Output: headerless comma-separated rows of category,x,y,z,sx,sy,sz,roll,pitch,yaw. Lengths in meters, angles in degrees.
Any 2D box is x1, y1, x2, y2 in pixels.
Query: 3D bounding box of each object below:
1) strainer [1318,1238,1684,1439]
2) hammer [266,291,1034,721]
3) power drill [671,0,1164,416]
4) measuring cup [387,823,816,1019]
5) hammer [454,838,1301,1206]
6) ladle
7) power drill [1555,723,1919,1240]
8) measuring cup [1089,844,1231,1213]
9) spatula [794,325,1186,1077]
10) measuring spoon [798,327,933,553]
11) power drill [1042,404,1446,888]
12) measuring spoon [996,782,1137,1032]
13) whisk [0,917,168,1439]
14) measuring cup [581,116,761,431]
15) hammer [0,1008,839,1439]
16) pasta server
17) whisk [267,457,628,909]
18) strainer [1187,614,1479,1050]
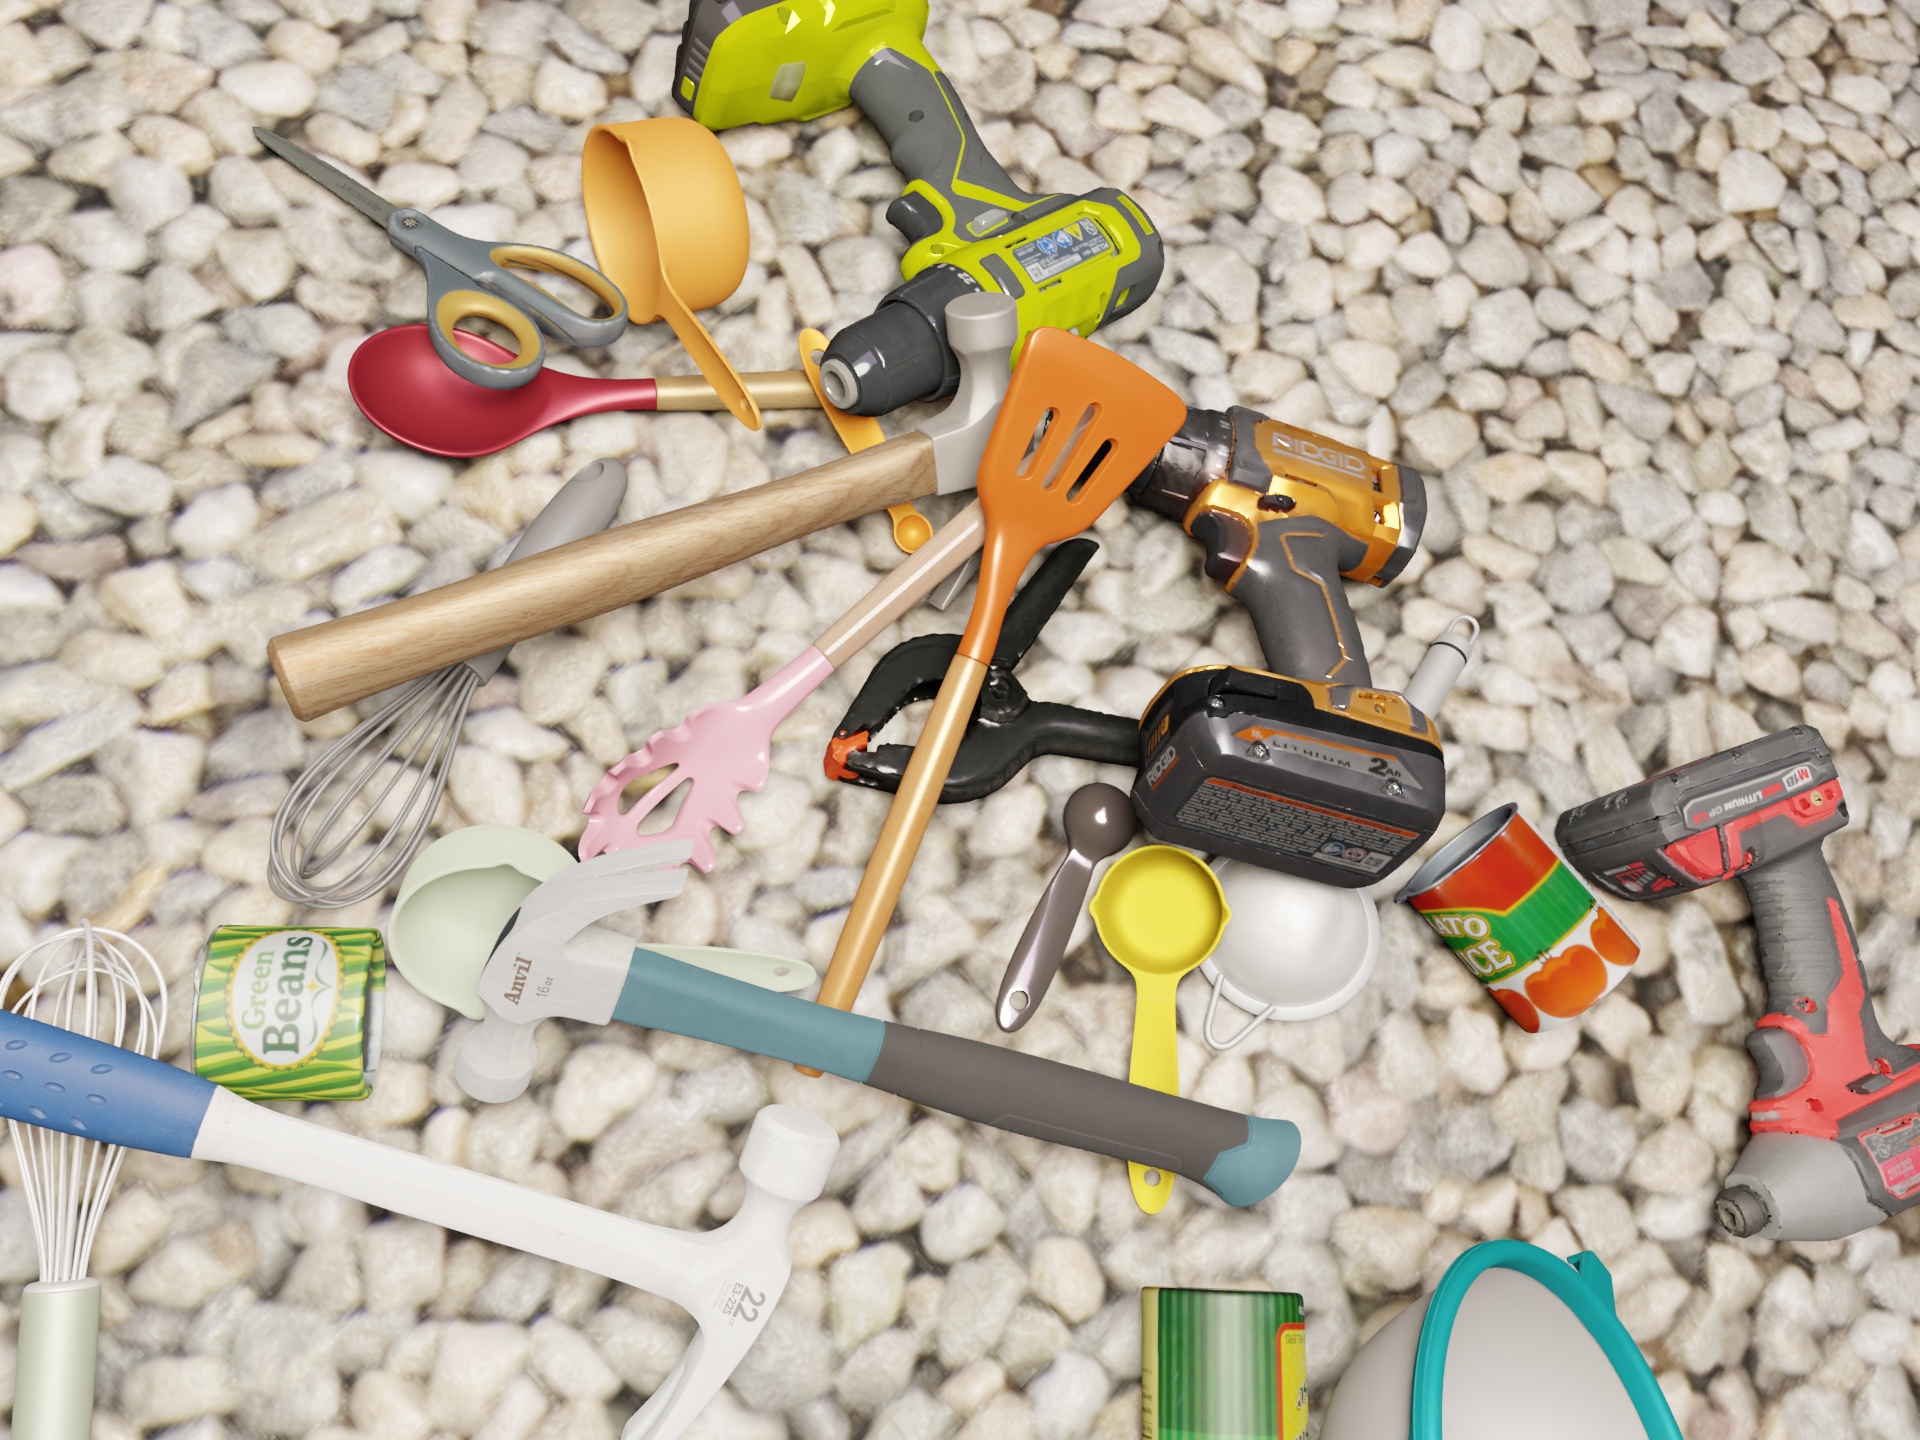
strainer,0.155,0.304,0.563,0.340,0.095,0.211,13,57,-43
hammer,-0.113,-0.071,0.659,0.331,0.130,0.031,-23,38,-21
power drill,-0.034,-0.256,0.754,0.190,0.080,0.228,-33,82,-30
measuring cup,-0.140,0.083,0.639,0.167,0.083,0.038,10,31,-17
hammer,-0.022,0.135,0.627,0.331,0.128,0.033,18,28,-11
ladle,-0.116,-0.155,0.740,0.315,0.031,0.069,-5,69,-16
power drill,0.375,0.125,0.737,0.143,0.078,0.220,-18,80,-17
measuring cup,0.087,0.133,0.694,0.062,0.029,0.156,1,84,15
spatula,-0.001,-0.002,0.662,0.081,0.041,0.322,23,86,-25
measuring spoon,-0.046,-0.130,0.744,0.021,0.011,0.117,-29,93,-22
power drill,0.122,-0.053,0.710,0.185,0.084,0.226,15,52,-11
measuring spoon,0.046,0.081,0.704,0.034,0.018,0.124,28,69,-3
whisk,-0.322,0.194,0.570,0.057,0.059,0.246,6,75,-35
measuring cup,-0.111,-0.197,0.711,0.052,0.095,0.174,-22,65,-27
hammer,-0.253,0.148,0.550,0.405,0.035,0.144,22,90,-14
pasta server,-0.036,-0.043,0.681,0.316,0.040,0.060,-42,112,-7
whisk,-0.206,-0.022,0.666,0.055,0.055,0.239,30,64,-2
strainer,0.183,0.040,0.739,0.087,0.050,0.258,31,64,14
